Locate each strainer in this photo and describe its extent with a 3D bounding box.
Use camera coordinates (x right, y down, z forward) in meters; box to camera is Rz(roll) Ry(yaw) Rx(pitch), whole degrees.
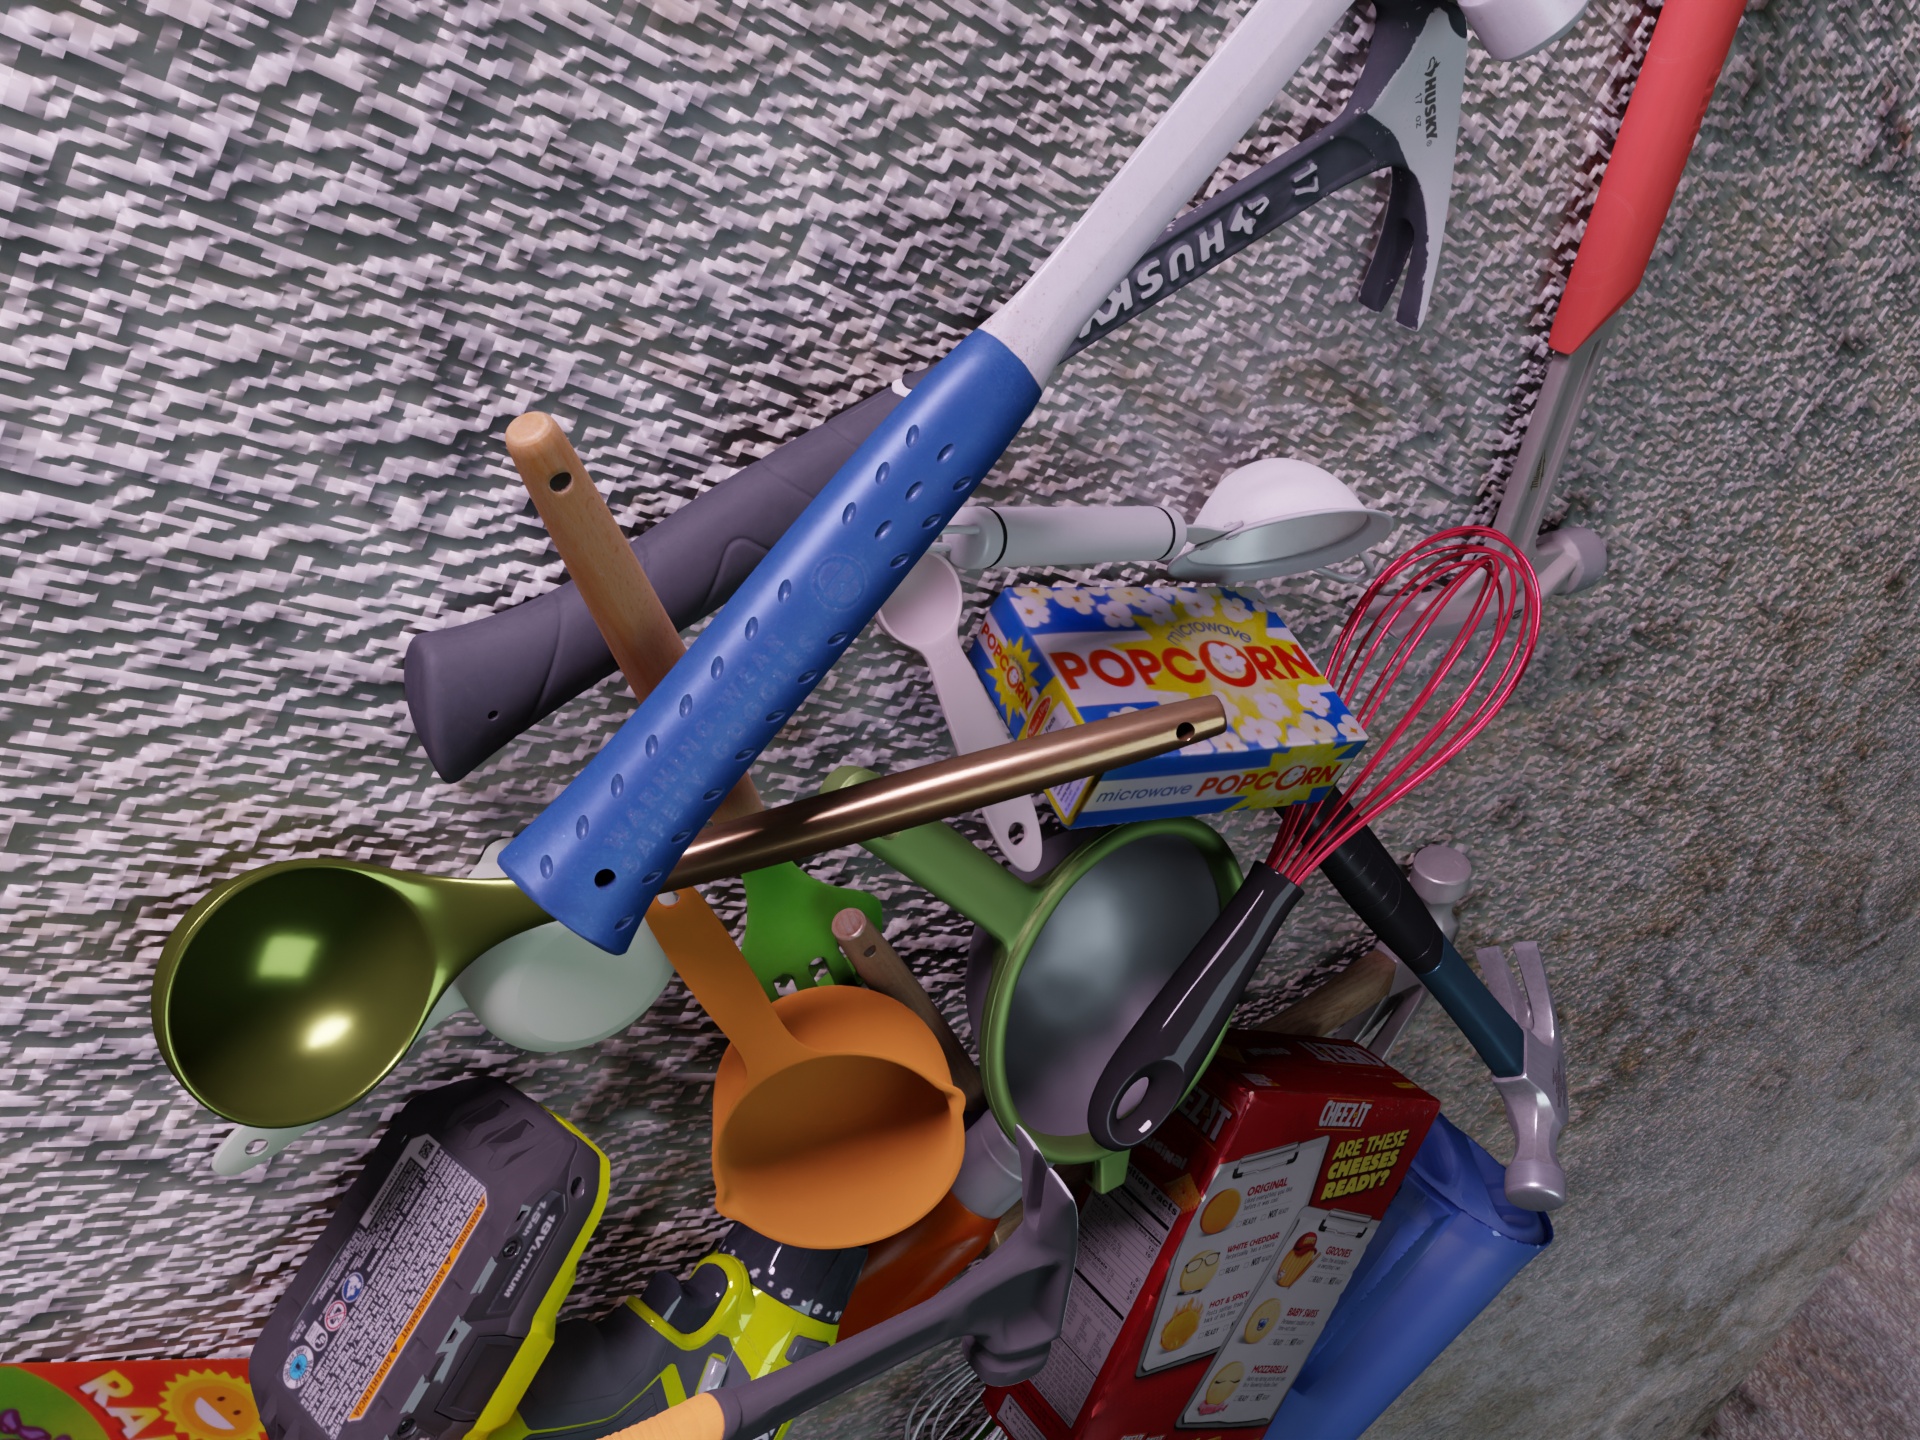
[{"bbox_3d":[0.018,0.077,0.629,0.256,0.069,0.151,39,78,-41],"label":"strainer"},{"bbox_3d":[0.075,-0.068,0.558,0.258,0.087,0.050,-9,82,-48],"label":"strainer"}]

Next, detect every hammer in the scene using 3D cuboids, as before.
[{"bbox_3d":[0.007,-0.106,0.505,0.409,0.036,0.149,-35,138,-13],"label":"hammer"},{"bbox_3d":[0.016,-0.111,0.437,0.144,0.035,0.405,42,84,-28],"label":"hammer"},{"bbox_3d":[0.263,-0.198,0.646,0.149,0.037,0.358,-14,129,-32],"label":"hammer"},{"bbox_3d":[0.140,0.184,0.827,0.331,0.031,0.130,-25,135,-27],"label":"hammer"},{"bbox_3d":[0.218,0.104,0.767,0.330,0.033,0.128,46,43,-32],"label":"hammer"},{"bbox_3d":[-0.108,0.241,0.517,0.337,0.034,0.127,-18,135,-25],"label":"hammer"}]

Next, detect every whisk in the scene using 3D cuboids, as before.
[{"bbox_3d":[0.138,0.046,0.640,0.296,0.073,0.073,-56,139,-4],"label":"whisk"},{"bbox_3d":[0.060,0.318,0.865,0.246,0.059,0.057,-45,111,-9],"label":"whisk"}]

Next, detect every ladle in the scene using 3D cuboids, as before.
[{"bbox_3d":[-0.071,0.044,0.467,0.320,0.062,0.078,-15,113,-5],"label":"ladle"}]

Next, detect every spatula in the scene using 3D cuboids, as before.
[{"bbox_3d":[-0.003,0.153,0.679,0.060,0.018,0.315,-38,146,-10],"label":"spatula"}]

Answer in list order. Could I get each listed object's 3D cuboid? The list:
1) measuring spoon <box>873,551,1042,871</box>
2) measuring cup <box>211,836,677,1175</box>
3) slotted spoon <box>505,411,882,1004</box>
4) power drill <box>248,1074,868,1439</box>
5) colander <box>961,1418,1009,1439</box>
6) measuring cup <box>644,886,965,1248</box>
[{"bbox_3d":[-0.001,-0.002,0.553,0.034,0.018,0.124,-32,108,-29],"label":"measuring spoon"},{"bbox_3d":[-0.163,0.101,0.515,0.167,0.038,0.083,-38,138,-14],"label":"measuring cup"},{"bbox_3d":[-0.077,0.022,0.503,0.070,0.031,0.313,-34,144,-13],"label":"slotted spoon"},{"bbox_3d":[-0.124,0.217,0.600,0.190,0.080,0.228,-60,141,-11],"label":"power drill"},{"bbox_3d":[0.075,0.394,0.916,0.204,0.095,0.397,36,77,-48],"label":"colander"},{"bbox_3d":[-0.063,0.105,0.550,0.095,0.052,0.173,-27,115,4],"label":"measuring cup"}]
